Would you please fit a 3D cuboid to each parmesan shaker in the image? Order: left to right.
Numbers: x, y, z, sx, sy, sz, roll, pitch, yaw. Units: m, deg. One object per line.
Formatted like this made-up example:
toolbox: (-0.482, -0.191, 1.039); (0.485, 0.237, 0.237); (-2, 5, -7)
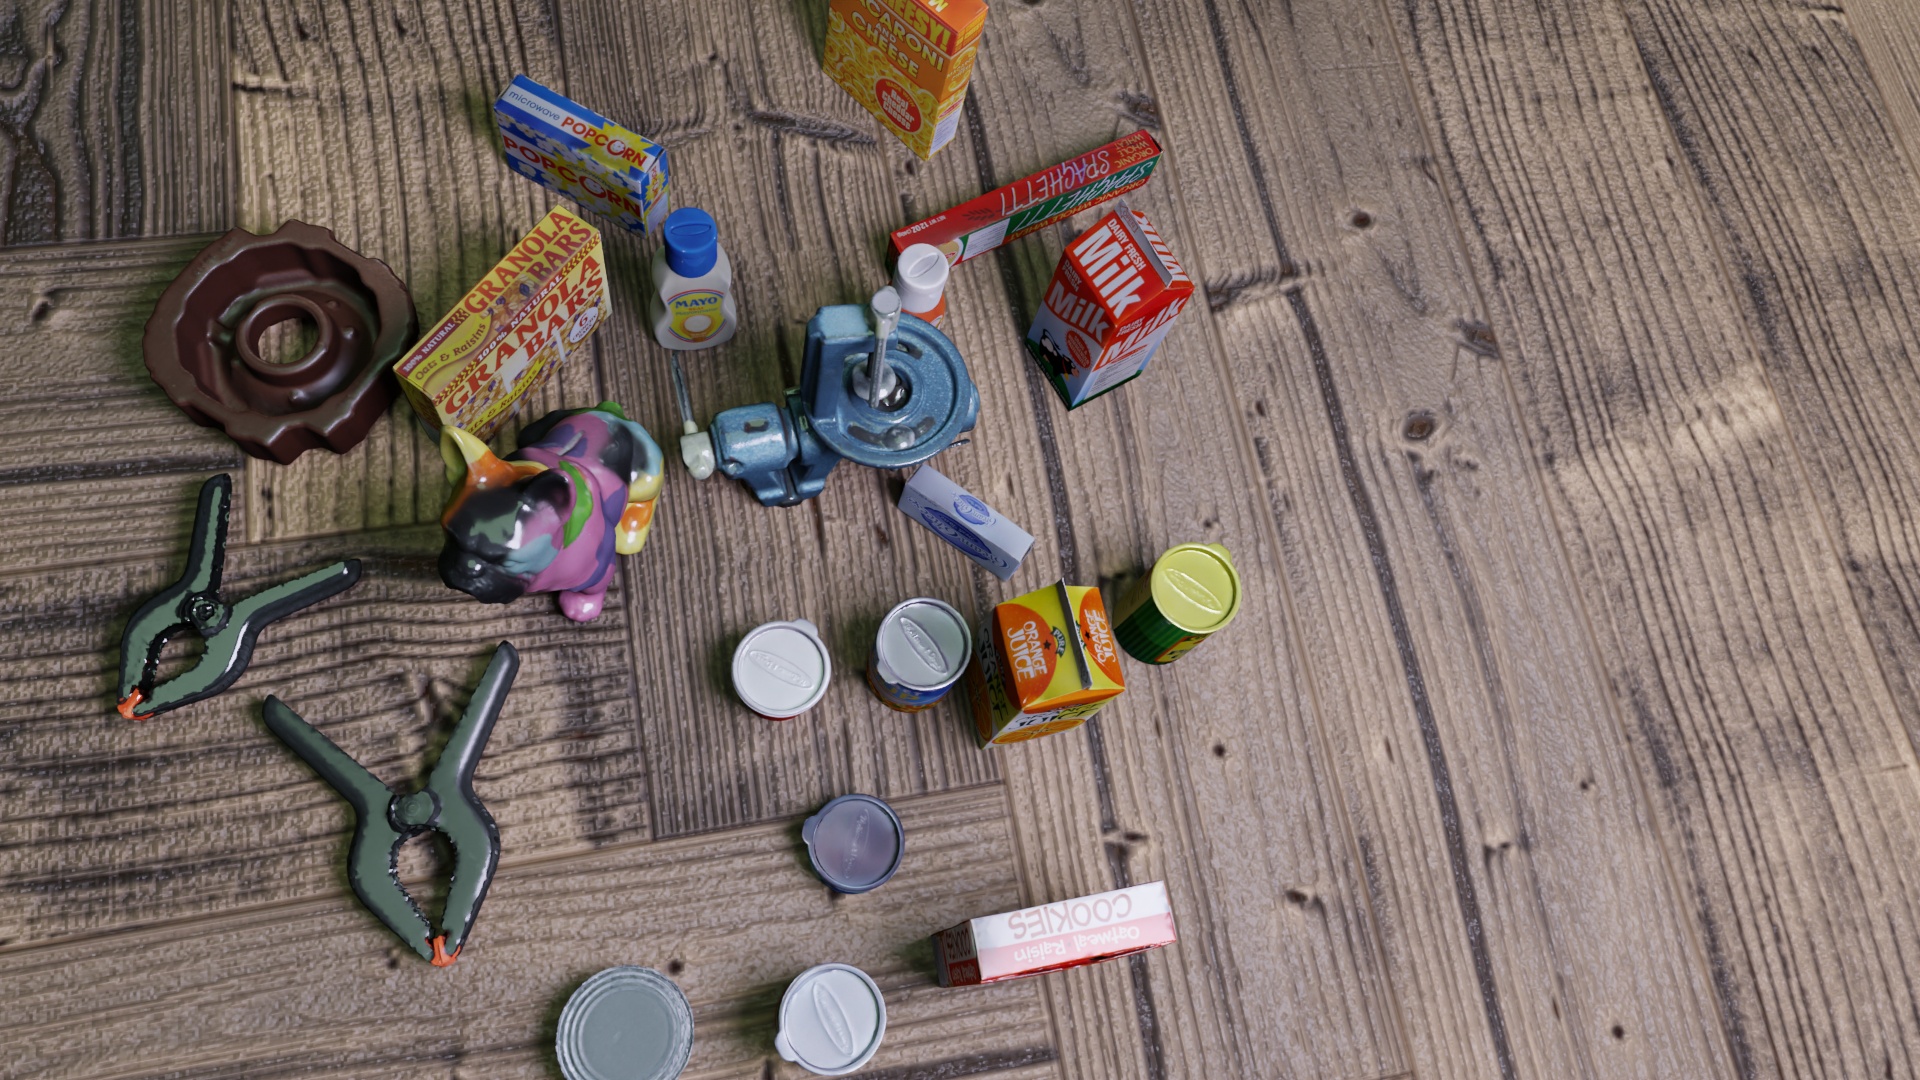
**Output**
parmesan shaker: (0.158, 0.047, 1.017); (0.071, 0.102, 0.071); (3, 71, -9)

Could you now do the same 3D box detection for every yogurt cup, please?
yogurt cup: (-0.127, 0.095, 0.977); (0.072, 0.053, 0.072); (3, 71, -9)

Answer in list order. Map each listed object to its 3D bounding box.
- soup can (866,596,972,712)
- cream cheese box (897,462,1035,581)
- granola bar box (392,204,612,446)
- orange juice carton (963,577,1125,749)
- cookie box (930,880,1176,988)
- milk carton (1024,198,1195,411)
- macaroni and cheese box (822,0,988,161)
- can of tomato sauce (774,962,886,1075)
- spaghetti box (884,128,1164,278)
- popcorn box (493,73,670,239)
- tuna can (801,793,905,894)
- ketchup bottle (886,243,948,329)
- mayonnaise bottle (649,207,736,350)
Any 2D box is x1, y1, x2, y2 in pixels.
soup can: (-0.033, 0.084, 0.981); (0.071, 0.083, 0.071); (3, 71, -9)
cream cheese box: (0.004, -0.013, 1.037); (0.104, 0.053, 0.024); (34, 69, 3)
granola bar box: (-0.321, -0.145, 0.989); (0.039, 0.123, 0.166); (36, 69, 3)
orange juice carton: (0.056, 0.085, 0.938); (0.073, 0.192, 0.072); (-9, 73, -13)
cookie box: (0.054, 0.256, 0.892); (0.123, 0.167, 0.040); (-9, 73, -12)
milk carton: (0.113, -0.177, 1.040); (0.073, 0.190, 0.072); (-28, 78, -17)
macaroni and cheese box: (-0.048, -0.395, 1.101); (0.124, 0.166, 0.040); (43, 70, 6)
can of tomato sauce: (-0.087, 0.309, 0.894); (0.071, 0.082, 0.071); (3, 71, -9)
spaghetti box: (0.053, -0.273, 1.138); (0.251, 0.050, 0.029); (-27, 78, -17)
popcorn box: (-0.289, -0.294, 1.067); (0.127, 0.085, 0.038); (27, 69, 0)
tuna can: (-0.075, 0.209, 0.958); (0.071, 0.032, 0.071); (3, 71, -9)
ketchup bottle: (-0.038, -0.168, 1.033); (0.043, 0.148, 0.065); (45, 70, 7)
mayonnaise bottle: (-0.196, -0.189, 1.013); (0.065, 0.147, 0.041); (-9, 73, -13)
